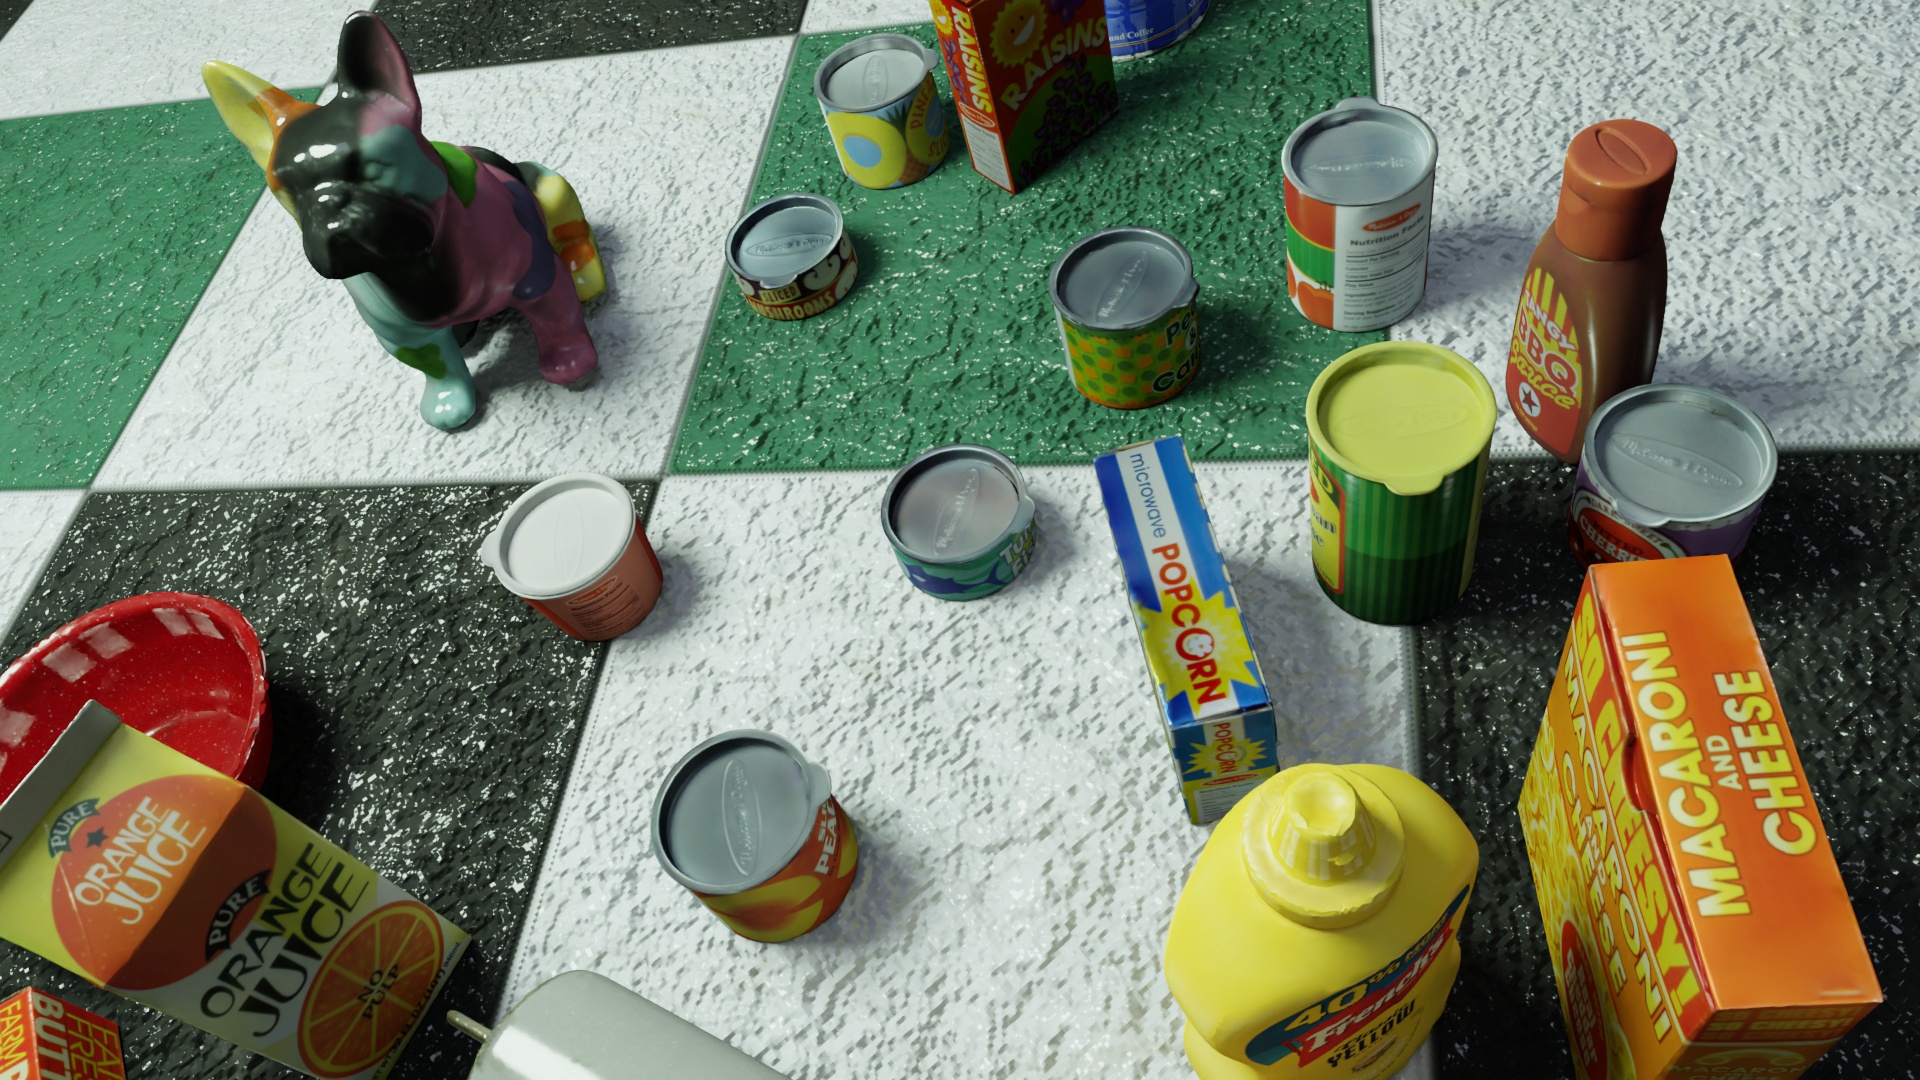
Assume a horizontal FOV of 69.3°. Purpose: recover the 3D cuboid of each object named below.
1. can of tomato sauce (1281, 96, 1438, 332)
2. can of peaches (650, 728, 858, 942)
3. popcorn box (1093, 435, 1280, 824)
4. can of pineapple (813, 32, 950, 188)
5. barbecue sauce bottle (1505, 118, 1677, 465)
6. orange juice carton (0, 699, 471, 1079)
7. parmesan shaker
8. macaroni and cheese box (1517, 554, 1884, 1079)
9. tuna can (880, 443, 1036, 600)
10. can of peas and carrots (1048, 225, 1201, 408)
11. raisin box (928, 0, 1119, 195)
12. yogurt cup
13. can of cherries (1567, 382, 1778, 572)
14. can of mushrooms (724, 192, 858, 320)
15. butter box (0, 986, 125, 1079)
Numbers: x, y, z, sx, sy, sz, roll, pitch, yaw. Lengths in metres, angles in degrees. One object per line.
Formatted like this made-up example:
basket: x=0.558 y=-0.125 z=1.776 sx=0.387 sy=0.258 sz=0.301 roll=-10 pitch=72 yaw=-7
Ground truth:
can of tomato sauce: x=0.184 y=-0.149 z=0.644 sx=0.071 sy=0.082 sz=0.071 roll=-7 pitch=54 yaw=10
can of peaches: x=-0.076 y=0.115 z=0.540 sx=0.071 sy=0.057 sz=0.071 roll=-7 pitch=54 yaw=10
popcorn box: x=0.088 y=0.034 z=0.538 sx=0.038 sy=0.085 sz=0.127 roll=-15 pitch=53 yaw=5
can of pineapple: x=-0.042 y=-0.241 z=0.783 sx=0.071 sy=0.057 sz=0.071 roll=-7 pitch=54 yaw=10
barbecue sauce bottle: x=0.250 y=-0.097 z=0.549 sx=0.044 sy=0.148 sz=0.065 roll=-21 pitch=53 yaw=0
orange juice carton: x=-0.266 y=0.130 z=0.495 sx=0.073 sy=0.191 sz=0.072 roll=15 pitch=61 yaw=23
parmesan shaker: x=0.170 y=-0.017 z=0.542 sx=0.071 sy=0.102 sz=0.071 roll=-7 pitch=54 yaw=10
macaroni and cheese box: x=0.205 y=0.101 z=0.410 sx=0.040 sy=0.165 sz=0.124 roll=-6 pitch=55 yaw=11
tuna can: x=0.002 y=-0.008 z=0.622 sx=0.071 sy=0.032 sz=0.071 roll=-7 pitch=54 yaw=10
can of peas and carrots: x=0.081 y=-0.104 z=0.654 sx=0.071 sy=0.058 sz=0.071 roll=-7 pitch=54 yaw=10
raisin box: x=0.036 y=-0.259 z=0.734 sx=0.086 sy=0.123 sz=0.040 roll=-40 pitch=56 yaw=-14
yogurt cup: x=-0.173 y=0.010 z=0.642 sx=0.072 sy=0.053 sz=0.073 roll=-7 pitch=54 yaw=10
can of cherries: x=0.273 y=-0.017 z=0.542 sx=0.071 sy=0.058 sz=0.072 roll=-7 pitch=54 yaw=10
can of mushrooms: x=-0.091 y=-0.151 z=0.747 sx=0.071 sy=0.033 sz=0.071 roll=-7 pitch=54 yaw=10
butter box: x=-0.345 y=0.227 z=0.534 sx=0.024 sy=0.053 sz=0.104 roll=-31 pitch=54 yaw=-8
